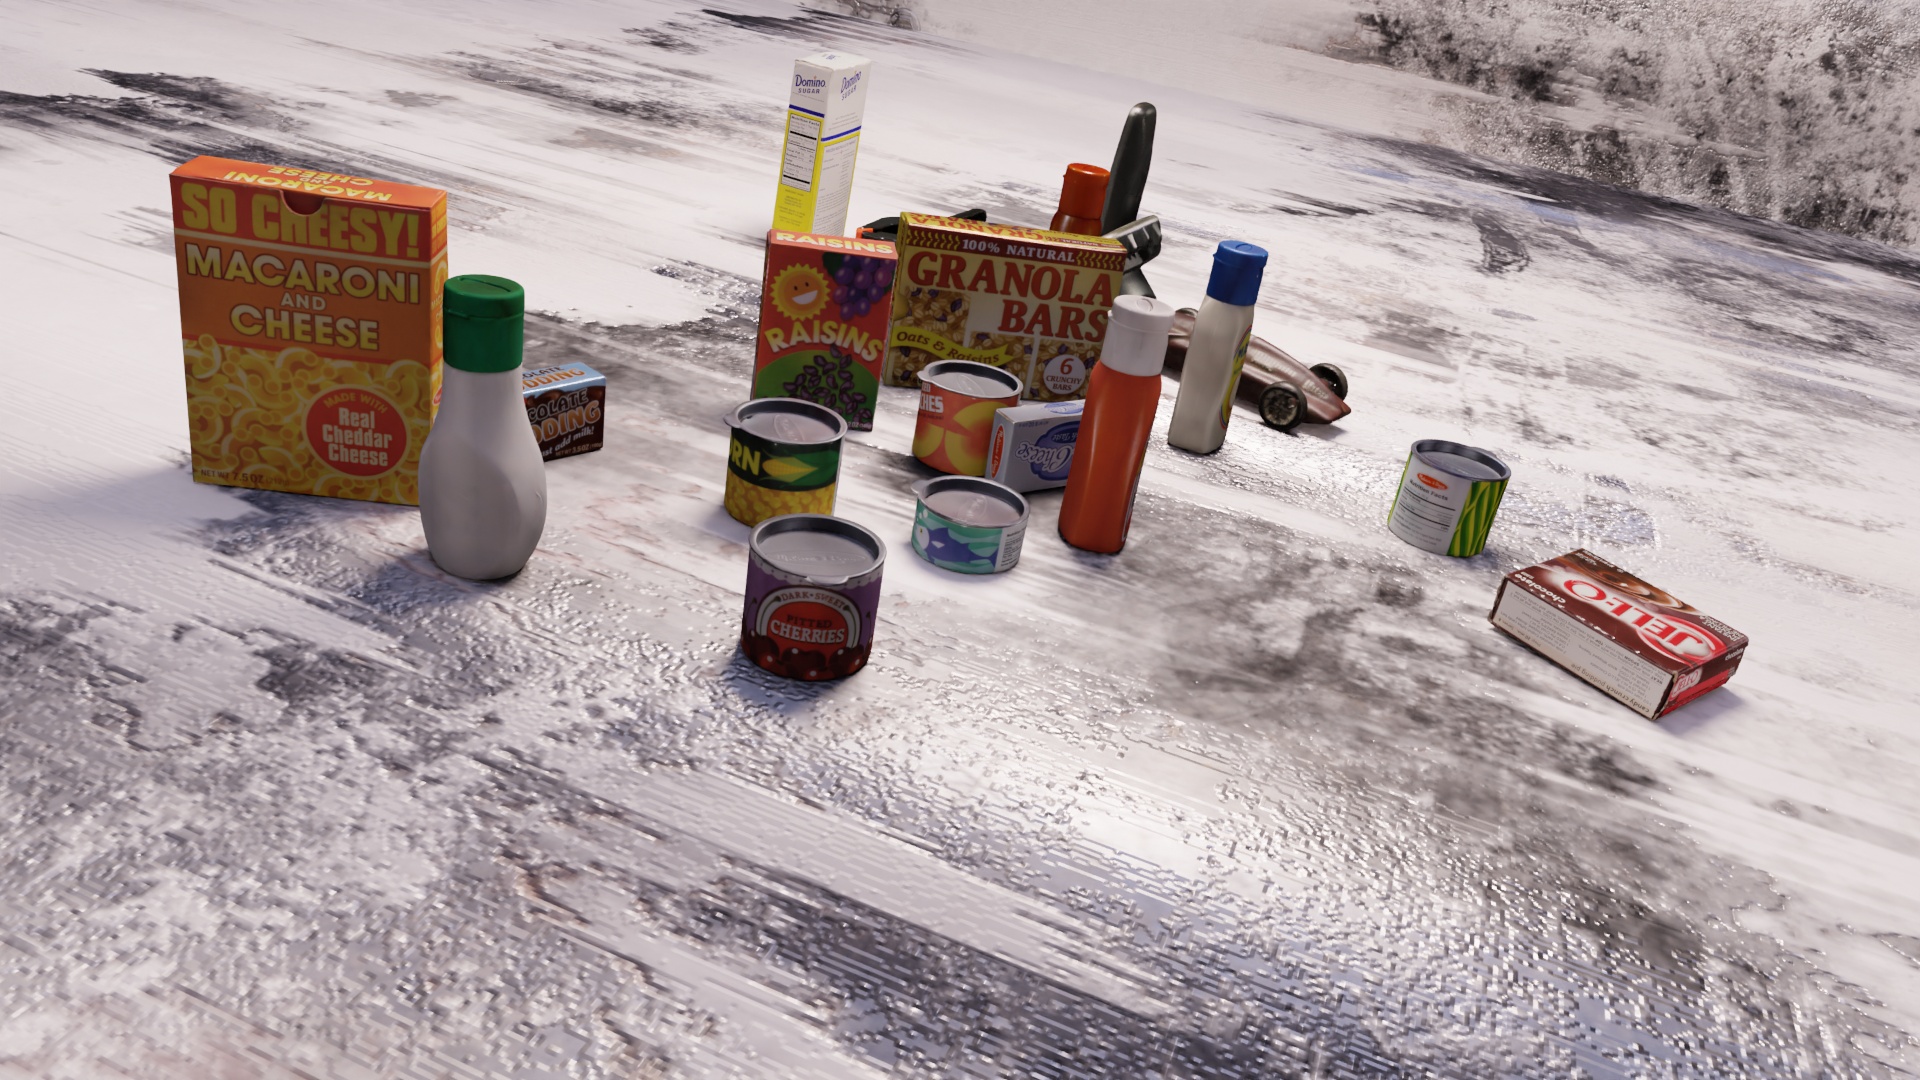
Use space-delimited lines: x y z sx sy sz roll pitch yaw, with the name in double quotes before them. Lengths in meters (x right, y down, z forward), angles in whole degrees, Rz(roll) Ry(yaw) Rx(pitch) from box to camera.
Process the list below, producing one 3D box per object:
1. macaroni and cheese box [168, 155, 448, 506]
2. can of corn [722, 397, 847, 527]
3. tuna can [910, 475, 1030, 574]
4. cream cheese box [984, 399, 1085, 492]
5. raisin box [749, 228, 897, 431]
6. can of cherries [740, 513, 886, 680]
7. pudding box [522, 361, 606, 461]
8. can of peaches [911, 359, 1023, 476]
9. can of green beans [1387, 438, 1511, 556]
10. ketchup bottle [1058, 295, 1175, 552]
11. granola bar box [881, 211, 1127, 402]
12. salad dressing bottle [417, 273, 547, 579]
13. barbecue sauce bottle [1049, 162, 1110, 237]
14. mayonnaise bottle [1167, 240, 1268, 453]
"macaroni and cheese box" -0.333 -0.105 0.722 0.124 0.165 0.040 6 26 -8
"can of corn" -0.105 -0.044 0.805 0.071 0.058 0.071 8 26 -4
"tuna can" 0.003 -0.010 0.806 0.071 0.032 0.071 8 26 -4
"cream cheese box" 0.064 -0.062 0.909 0.104 0.053 0.024 -10 33 -35
"raisin box" -0.092 -0.140 0.929 0.086 0.122 0.040 5 26 -11
"can of cherries" -0.072 0.028 0.674 0.071 0.058 0.072 8 26 -4
"pudding box" -0.253 -0.074 0.821 0.030 0.049 0.084 29 32 33
"can of peaches" 0.002 -0.081 0.919 0.071 0.057 0.071 8 26 -4
"can of green beans" 0.327 -0.029 0.932 0.071 0.057 0.071 8 26 -4
"ketchup bottle" 0.093 -0.070 0.828 0.043 0.148 0.065 10 26 0
"granola bar box" 0.030 -0.170 1.033 0.166 0.123 0.039 5 26 -11
"salad dressing bottle" -0.233 -0.054 0.679 0.064 0.147 0.044 17 27 14
"barbecue sauce bottle" 0.092 -0.238 1.163 0.044 0.147 0.065 16 27 13
"mayonnaise bottle" 0.186 -0.140 1.001 0.041 0.147 0.065 19 27 18
